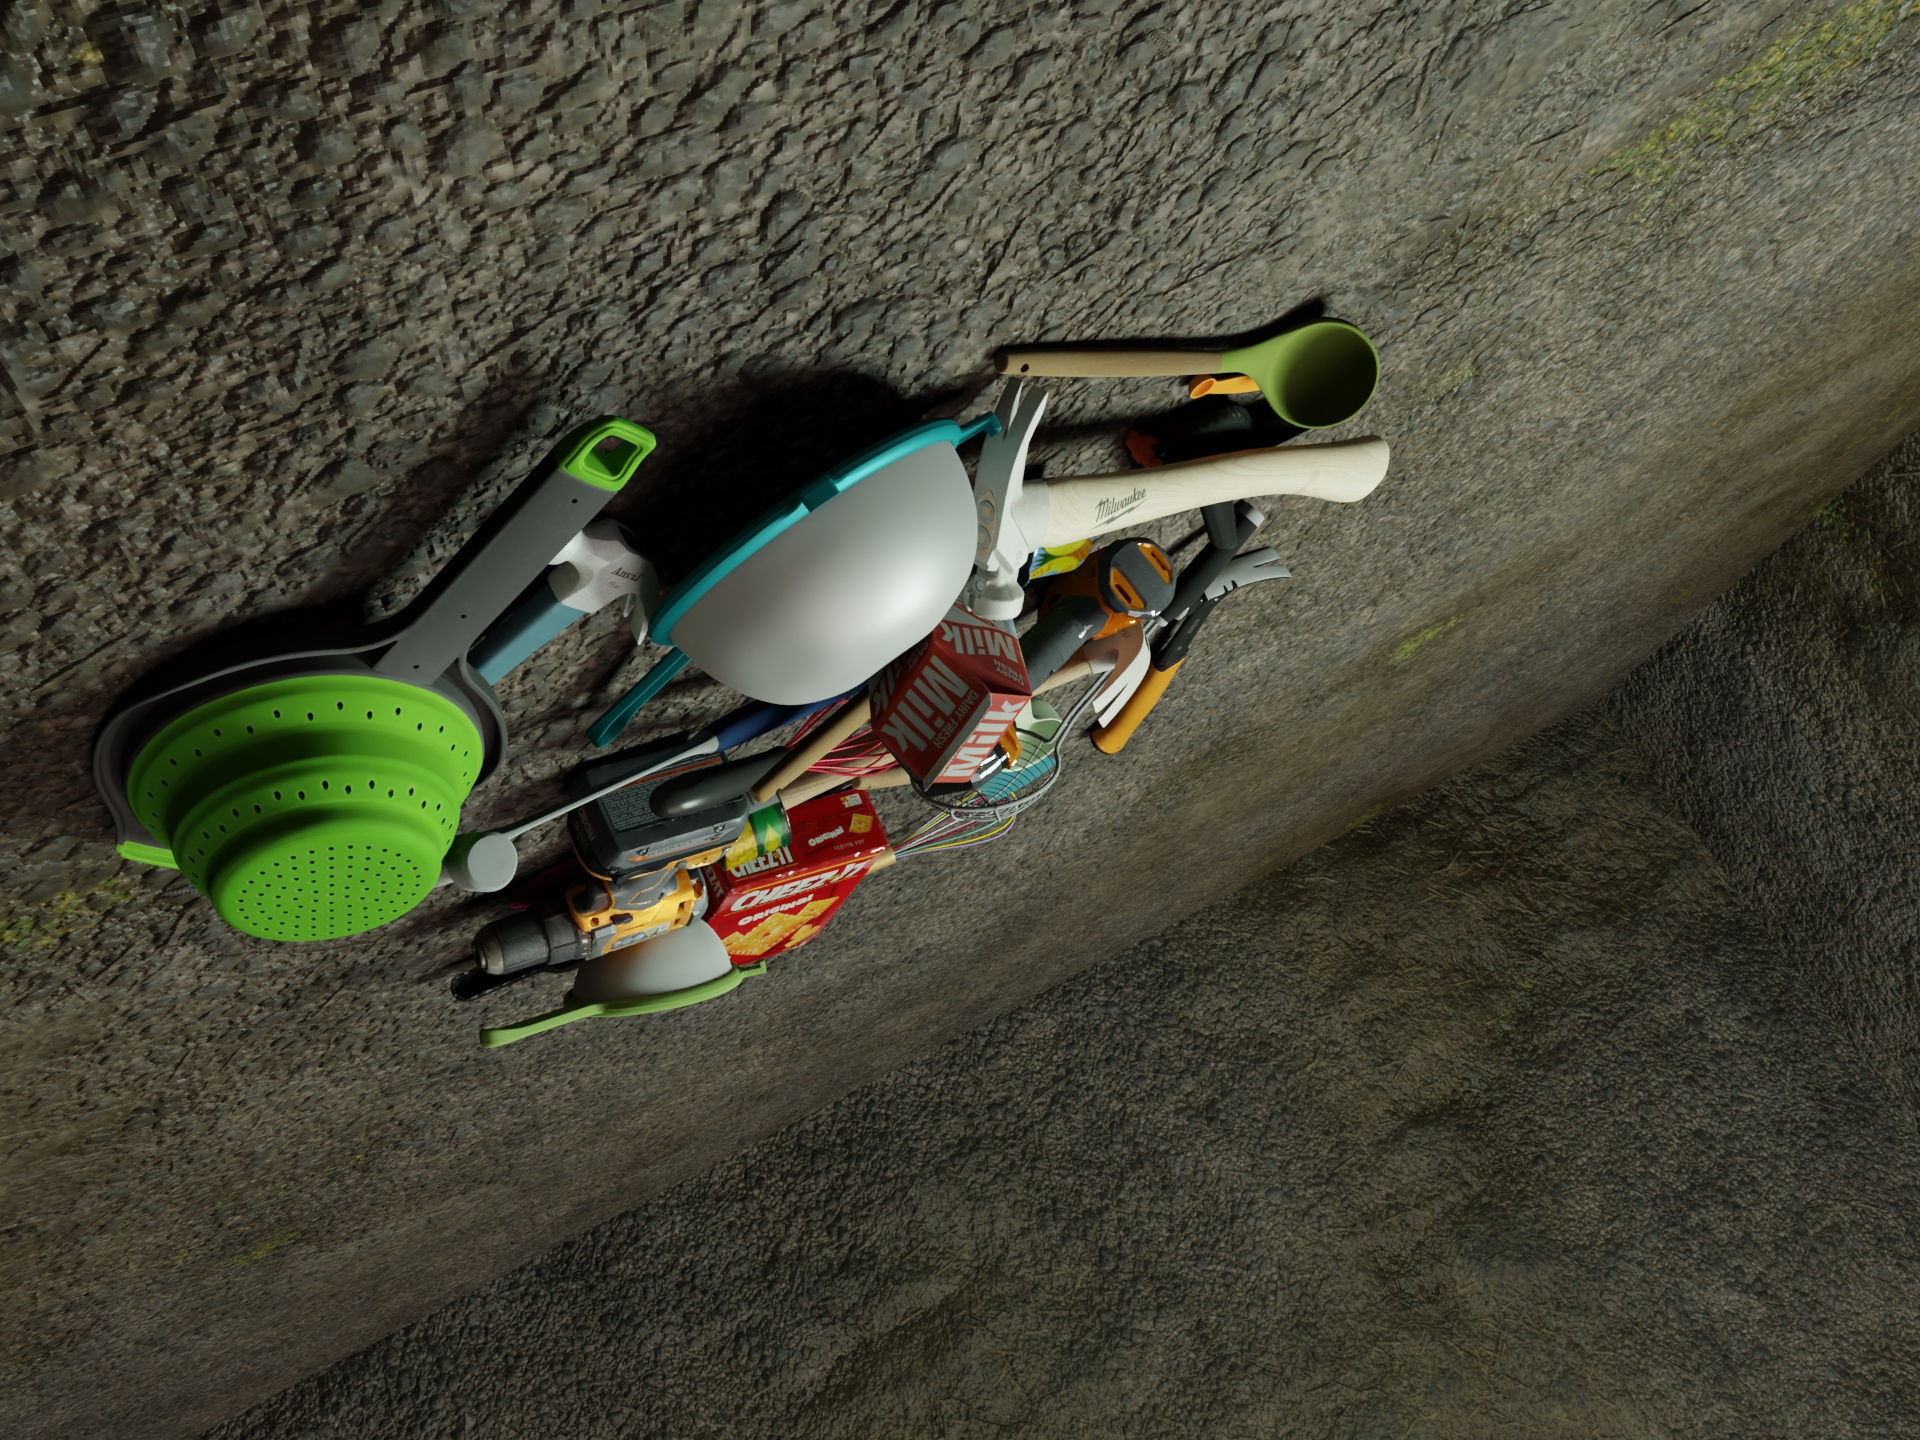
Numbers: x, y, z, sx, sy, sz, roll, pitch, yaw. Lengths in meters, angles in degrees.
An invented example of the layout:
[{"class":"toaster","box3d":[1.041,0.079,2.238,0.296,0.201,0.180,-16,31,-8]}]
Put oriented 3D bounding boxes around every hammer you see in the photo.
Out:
[{"class":"hammer","box3d":[-0.180,0.017,1.054,0.405,0.035,0.144,-27,-165,-40]},{"class":"hammer","box3d":[0.167,-0.170,1.079,0.410,0.038,0.146,-15,126,-40]},{"class":"hammer","box3d":[-0.304,-0.005,0.902,0.331,0.033,0.128,-36,160,17]},{"class":"hammer","box3d":[0.205,-0.056,1.569,0.127,0.034,0.336,-21,160,-25]},{"class":"hammer","box3d":[-0.002,-0.004,1.292,0.331,0.130,0.031,-24,133,6]}]

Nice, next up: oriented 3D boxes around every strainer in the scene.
[{"class":"strainer","box3d":[-0.106,-0.042,0.938,0.340,0.095,0.211,-37,179,36]},{"class":"strainer","box3d":[-0.291,0.203,1.298,0.151,0.069,0.256,-5,-177,33]}]

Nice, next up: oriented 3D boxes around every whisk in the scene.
[{"class":"whisk","box3d":[-0.119,0.025,1.162,0.073,0.073,0.296,-43,167,35]},{"class":"whisk","box3d":[-0.053,0.125,1.654,0.245,0.051,0.047,-22,140,-12]}]

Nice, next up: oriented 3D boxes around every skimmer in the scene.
[{"class":"skimmer","box3d":[0.108,-0.055,1.334,0.090,0.127,0.363,36,100,-34]}]

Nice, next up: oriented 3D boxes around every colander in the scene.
[{"class":"colander","box3d":[-0.277,0.004,0.793,0.397,0.095,0.204,-39,146,26]}]

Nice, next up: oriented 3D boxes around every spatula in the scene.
[{"class":"spatula","box3d":[-0.012,0.052,1.474,0.082,0.044,0.317,-33,168,24]}]

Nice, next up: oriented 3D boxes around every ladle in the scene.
[{"class":"ladle","box3d":[0.150,-0.220,1.003,0.320,0.062,0.078,-11,136,-40]}]

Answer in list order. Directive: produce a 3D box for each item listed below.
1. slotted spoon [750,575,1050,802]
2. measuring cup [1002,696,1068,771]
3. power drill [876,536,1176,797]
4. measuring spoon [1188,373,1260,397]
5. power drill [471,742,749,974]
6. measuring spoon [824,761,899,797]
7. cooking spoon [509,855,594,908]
[{"class":"slotted spoon","box3d":[-0.028,-0.045,1.115,0.314,0.031,0.070,-41,167,-23]},{"class":"measuring cup","box3d":[0.050,-0.012,1.452,0.083,0.038,0.167,-28,148,-6]},{"class":"power drill","box3d":[0.045,-0.043,1.191,0.226,0.084,0.164,-42,-171,-20]},{"class":"measuring spoon","box3d":[0.194,-0.237,1.102,0.117,0.011,0.021,-18,160,-43]},{"class":"power drill","box3d":[-0.265,0.115,1.194,0.185,0.084,0.226,-16,156,-31]},{"class":"measuring spoon","box3d":[-0.073,0.038,1.421,0.124,0.018,0.034,-29,167,17]},{"class":"cooking spoon","box3d":[-0.219,0.090,1.317,0.319,0.017,0.068,-22,161,-22]}]
